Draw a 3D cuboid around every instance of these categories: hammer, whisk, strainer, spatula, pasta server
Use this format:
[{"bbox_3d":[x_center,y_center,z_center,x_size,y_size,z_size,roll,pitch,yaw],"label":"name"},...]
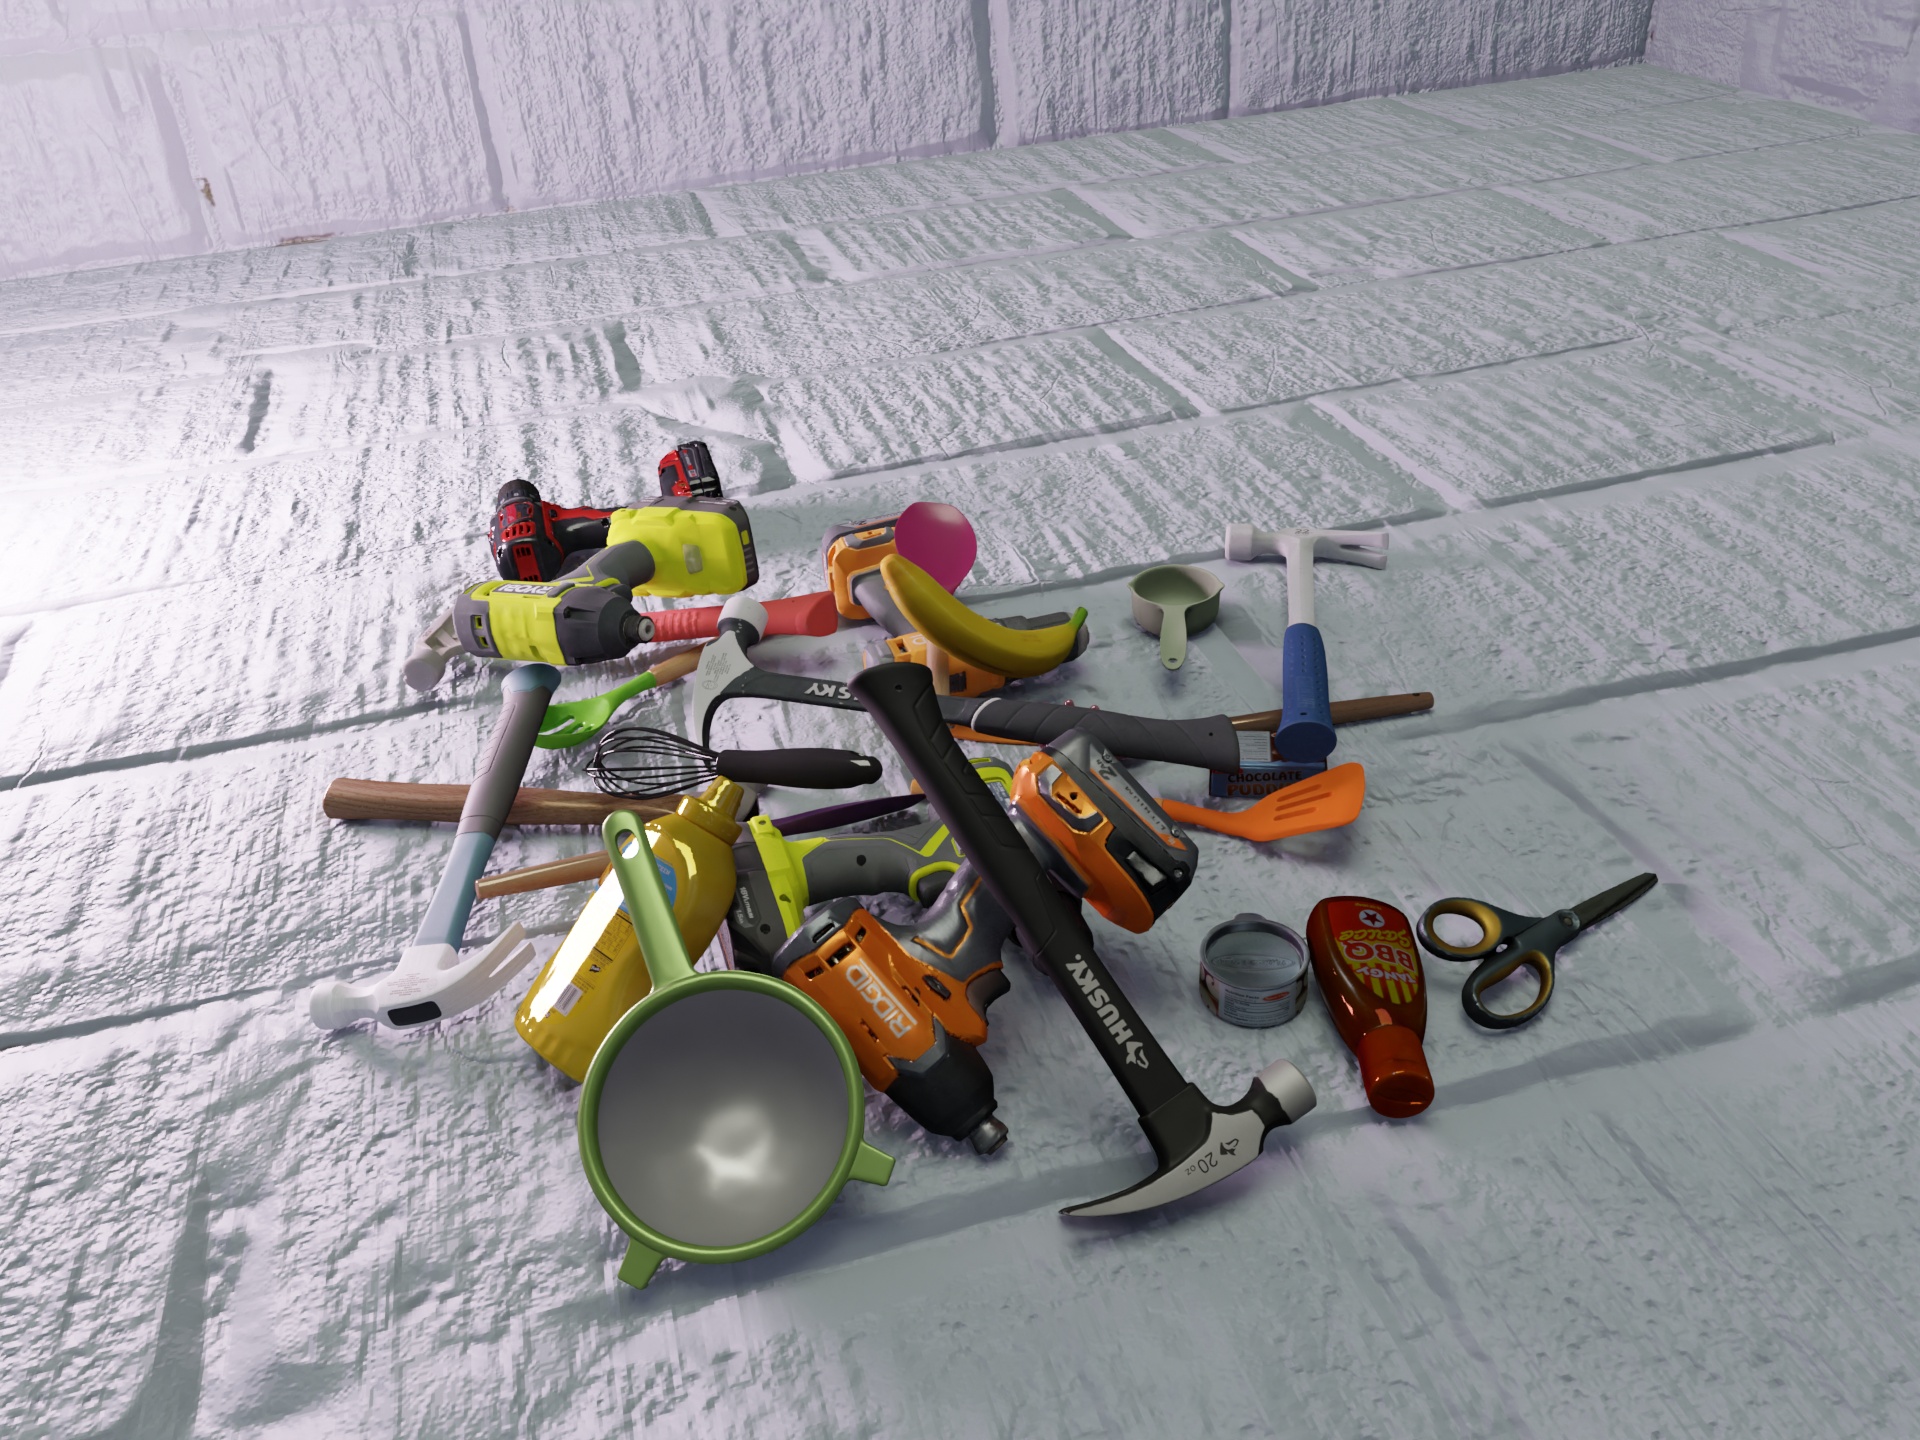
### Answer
[{"bbox_3d":[-0.282,-0.081,1.356,0.359,0.036,0.149,-5,25,7],"label":"hammer"},{"bbox_3d":[-0.159,0.032,1.097,0.239,0.055,0.055,1,31,25],"label":"whisk"},{"bbox_3d":[-0.145,0.171,0.877,0.151,0.069,0.257,-22,68,-6],"label":"strainer"},{"bbox_3d":[0.039,0.109,0.864,0.146,0.035,0.335,-32,80,-13],"label":"hammer"},{"bbox_3d":[-0.312,0.065,1.168,0.331,0.031,0.130,1,32,10],"label":"hammer"},{"bbox_3d":[0.119,0.053,1.126,0.322,0.041,0.081,4,29,15],"label":"spatula"},{"bbox_3d":[0.281,-0.076,1.282,0.144,0.035,0.406,2,27,10],"label":"hammer"},{"bbox_3d":[-0.002,-0.004,1.151,0.409,0.036,0.149,8,54,13],"label":"hammer"},{"bbox_3d":[-0.335,0.074,1.103,0.128,0.033,0.331,-5,41,7],"label":"hammer"},{"bbox_3d":[0.208,-0.001,1.203,0.316,0.040,0.060,-8,33,-7],"label":"pasta server"},{"bbox_3d":[-0.166,0.081,1.073,0.316,0.018,0.059,-10,-13,-25],"label":"spatula"}]

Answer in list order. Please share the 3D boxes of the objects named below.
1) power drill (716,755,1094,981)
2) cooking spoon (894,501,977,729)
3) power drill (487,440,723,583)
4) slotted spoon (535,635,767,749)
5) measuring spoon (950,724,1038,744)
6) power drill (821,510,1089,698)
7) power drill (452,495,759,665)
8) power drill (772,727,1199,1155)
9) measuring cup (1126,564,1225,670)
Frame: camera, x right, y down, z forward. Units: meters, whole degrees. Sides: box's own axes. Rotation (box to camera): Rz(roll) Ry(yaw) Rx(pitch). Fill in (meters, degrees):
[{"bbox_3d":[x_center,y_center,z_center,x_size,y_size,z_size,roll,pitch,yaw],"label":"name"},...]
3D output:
[{"bbox_3d":[-0.039,0.113,1.020,0.228,0.080,0.191,-11,36,-15],"label":"power drill"},{"bbox_3d":[-0.018,-0.060,1.235,0.068,0.017,0.319,5,49,-8],"label":"cooking spoon"},{"bbox_3d":[-0.351,-0.208,1.565,0.226,0.080,0.188,-14,33,-10],"label":"power drill"},{"bbox_3d":[-0.237,-0.043,1.335,0.070,0.031,0.314,22,39,39],"label":"slotted spoon"},{"bbox_3d":[0.033,0.008,1.233,0.117,0.011,0.021,6,34,16],"label":"measuring spoon"},{"bbox_3d":[-0.011,-0.097,1.344,0.185,0.084,0.226,-13,38,-13],"label":"power drill"},{"bbox_3d":[-0.265,-0.107,1.263,0.171,0.080,0.223,5,27,28],"label":"power drill"},{"bbox_3d":[0.028,0.128,0.916,0.226,0.084,0.164,-38,77,-17],"label":"power drill"},{"bbox_3d":[0.178,-0.075,1.325,0.083,0.038,0.168,1,35,8],"label":"measuring cup"}]
